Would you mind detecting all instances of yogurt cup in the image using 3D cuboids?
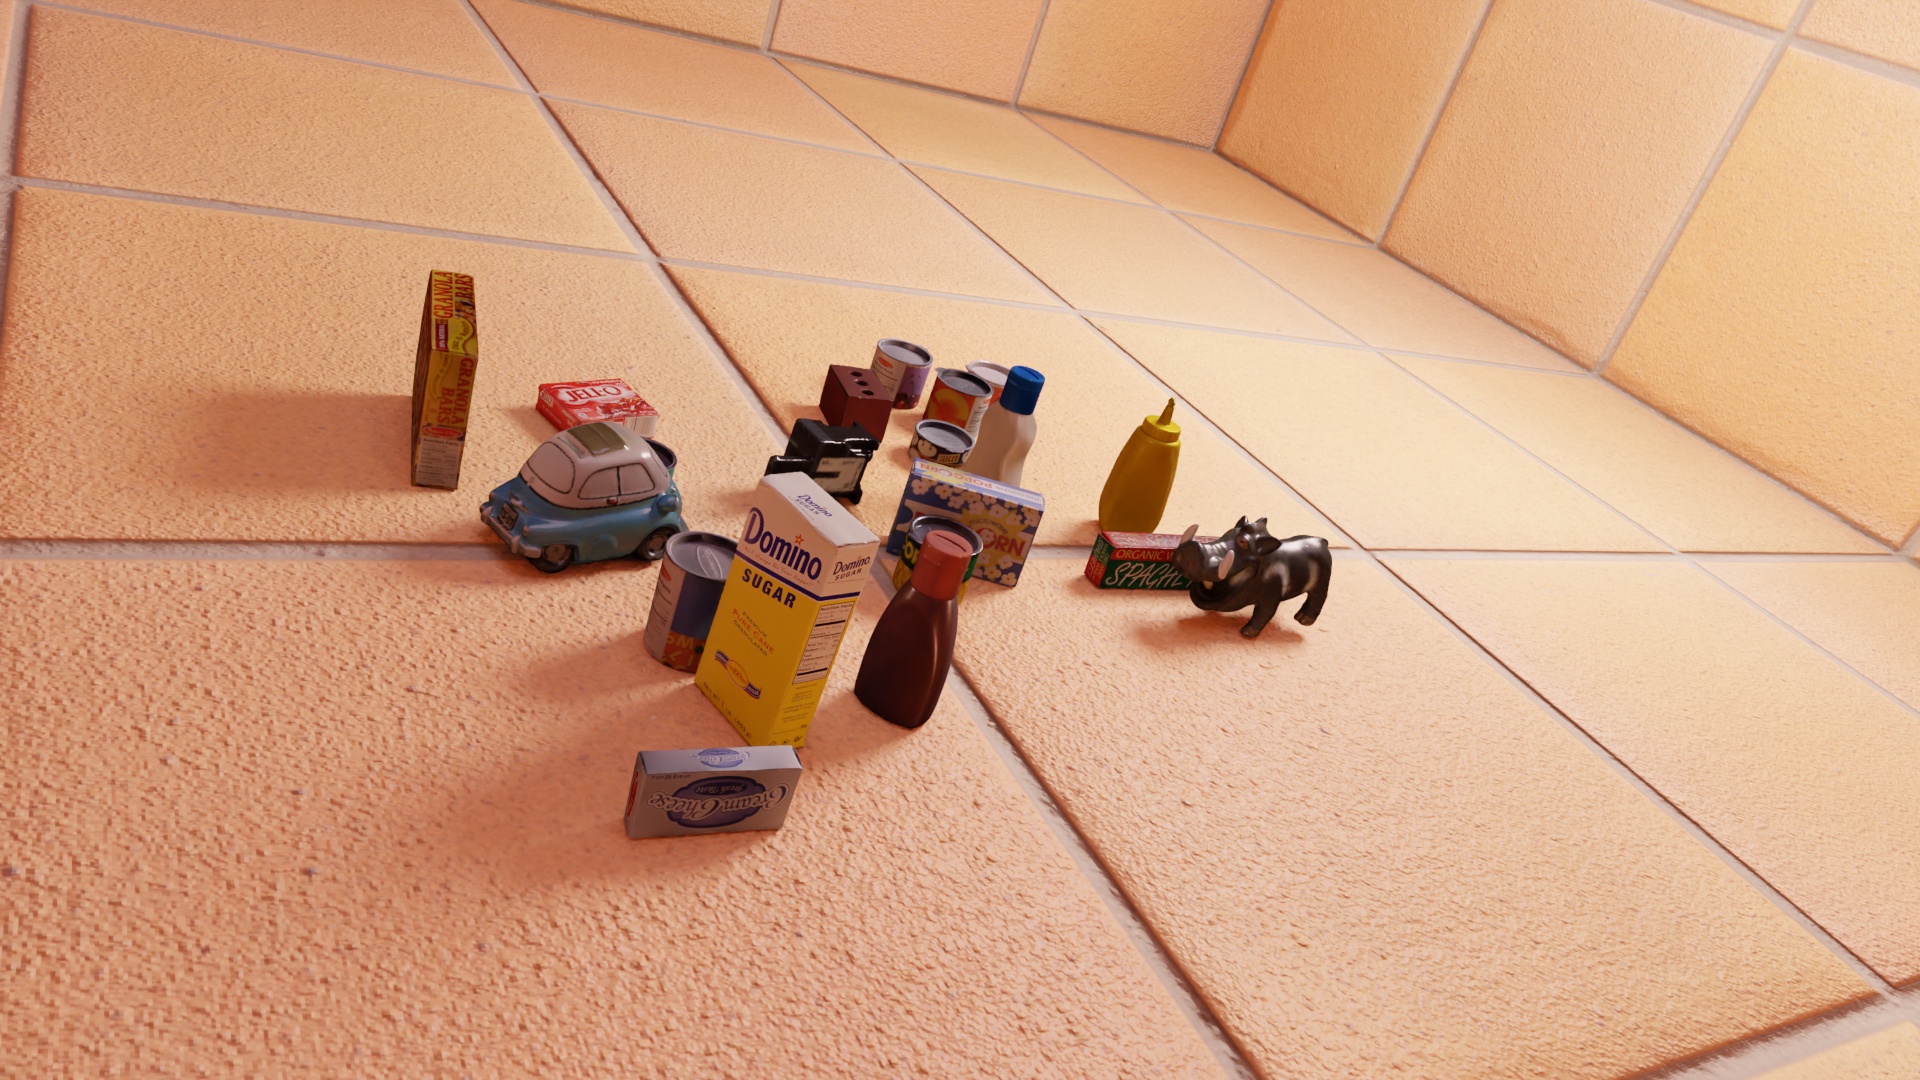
[{"bbox_3d":[0.034,-0.171,1.612,0.072,0.053,0.073,16,27,-8],"label":"yogurt cup"}]

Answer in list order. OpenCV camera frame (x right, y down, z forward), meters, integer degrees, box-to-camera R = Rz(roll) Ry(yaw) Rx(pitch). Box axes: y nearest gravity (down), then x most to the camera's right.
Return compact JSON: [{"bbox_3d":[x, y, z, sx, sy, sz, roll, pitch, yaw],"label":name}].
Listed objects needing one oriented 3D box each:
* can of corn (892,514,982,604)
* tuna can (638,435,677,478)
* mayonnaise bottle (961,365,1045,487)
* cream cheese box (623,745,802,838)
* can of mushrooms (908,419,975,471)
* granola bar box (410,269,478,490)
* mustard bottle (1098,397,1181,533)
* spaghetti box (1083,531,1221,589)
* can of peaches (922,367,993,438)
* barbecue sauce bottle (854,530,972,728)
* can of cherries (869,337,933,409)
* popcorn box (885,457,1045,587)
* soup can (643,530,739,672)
[{"bbox_3d":[-0.023,0.019,1.212,0.071,0.058,0.071,16,27,-8],"label":"can of corn"},{"bbox_3d":[-0.286,-0.063,1.218,0.071,0.032,0.071,16,27,-8],"label":"tuna can"},{"bbox_3d":[0.045,-0.101,1.383,0.041,0.147,0.065,-9,38,-44],"label":"mayonnaise bottle"},{"bbox_3d":[-0.155,0.157,0.870,0.104,0.053,0.024,3,31,-30],"label":"cream cheese box"},{"bbox_3d":[-0.019,-0.097,1.459,0.071,0.033,0.071,16,27,-8],"label":"can of mushrooms"},{"bbox_3d":[-0.432,-0.137,1.159,0.039,0.123,0.166,7,29,-25],"label":"granola bar box"},{"bbox_3d":[0.192,-0.076,1.422,0.065,0.159,0.049,13,27,-14],"label":"mustard bottle"},{"bbox_3d":[0.237,0.022,1.388,0.250,0.050,0.029,2,31,-31],"label":"spaghetti box"},{"bbox_3d":[-0.005,-0.153,1.547,0.071,0.057,0.071,16,27,-8],"label":"can of peaches"},{"bbox_3d":[-0.030,0.064,1.023,0.065,0.147,0.044,29,28,19],"label":"barbecue sauce bottle"},{"bbox_3d":[-0.068,-0.189,1.572,0.071,0.058,0.072,16,27,-8],"label":"can of cherries"},{"bbox_3d":[0.005,-0.016,1.266,0.127,0.084,0.038,16,27,-8],"label":"popcorn box"},{"bbox_3d":[-0.190,0.045,1.023,0.071,0.083,0.072,16,27,-8],"label":"soup can"}]
